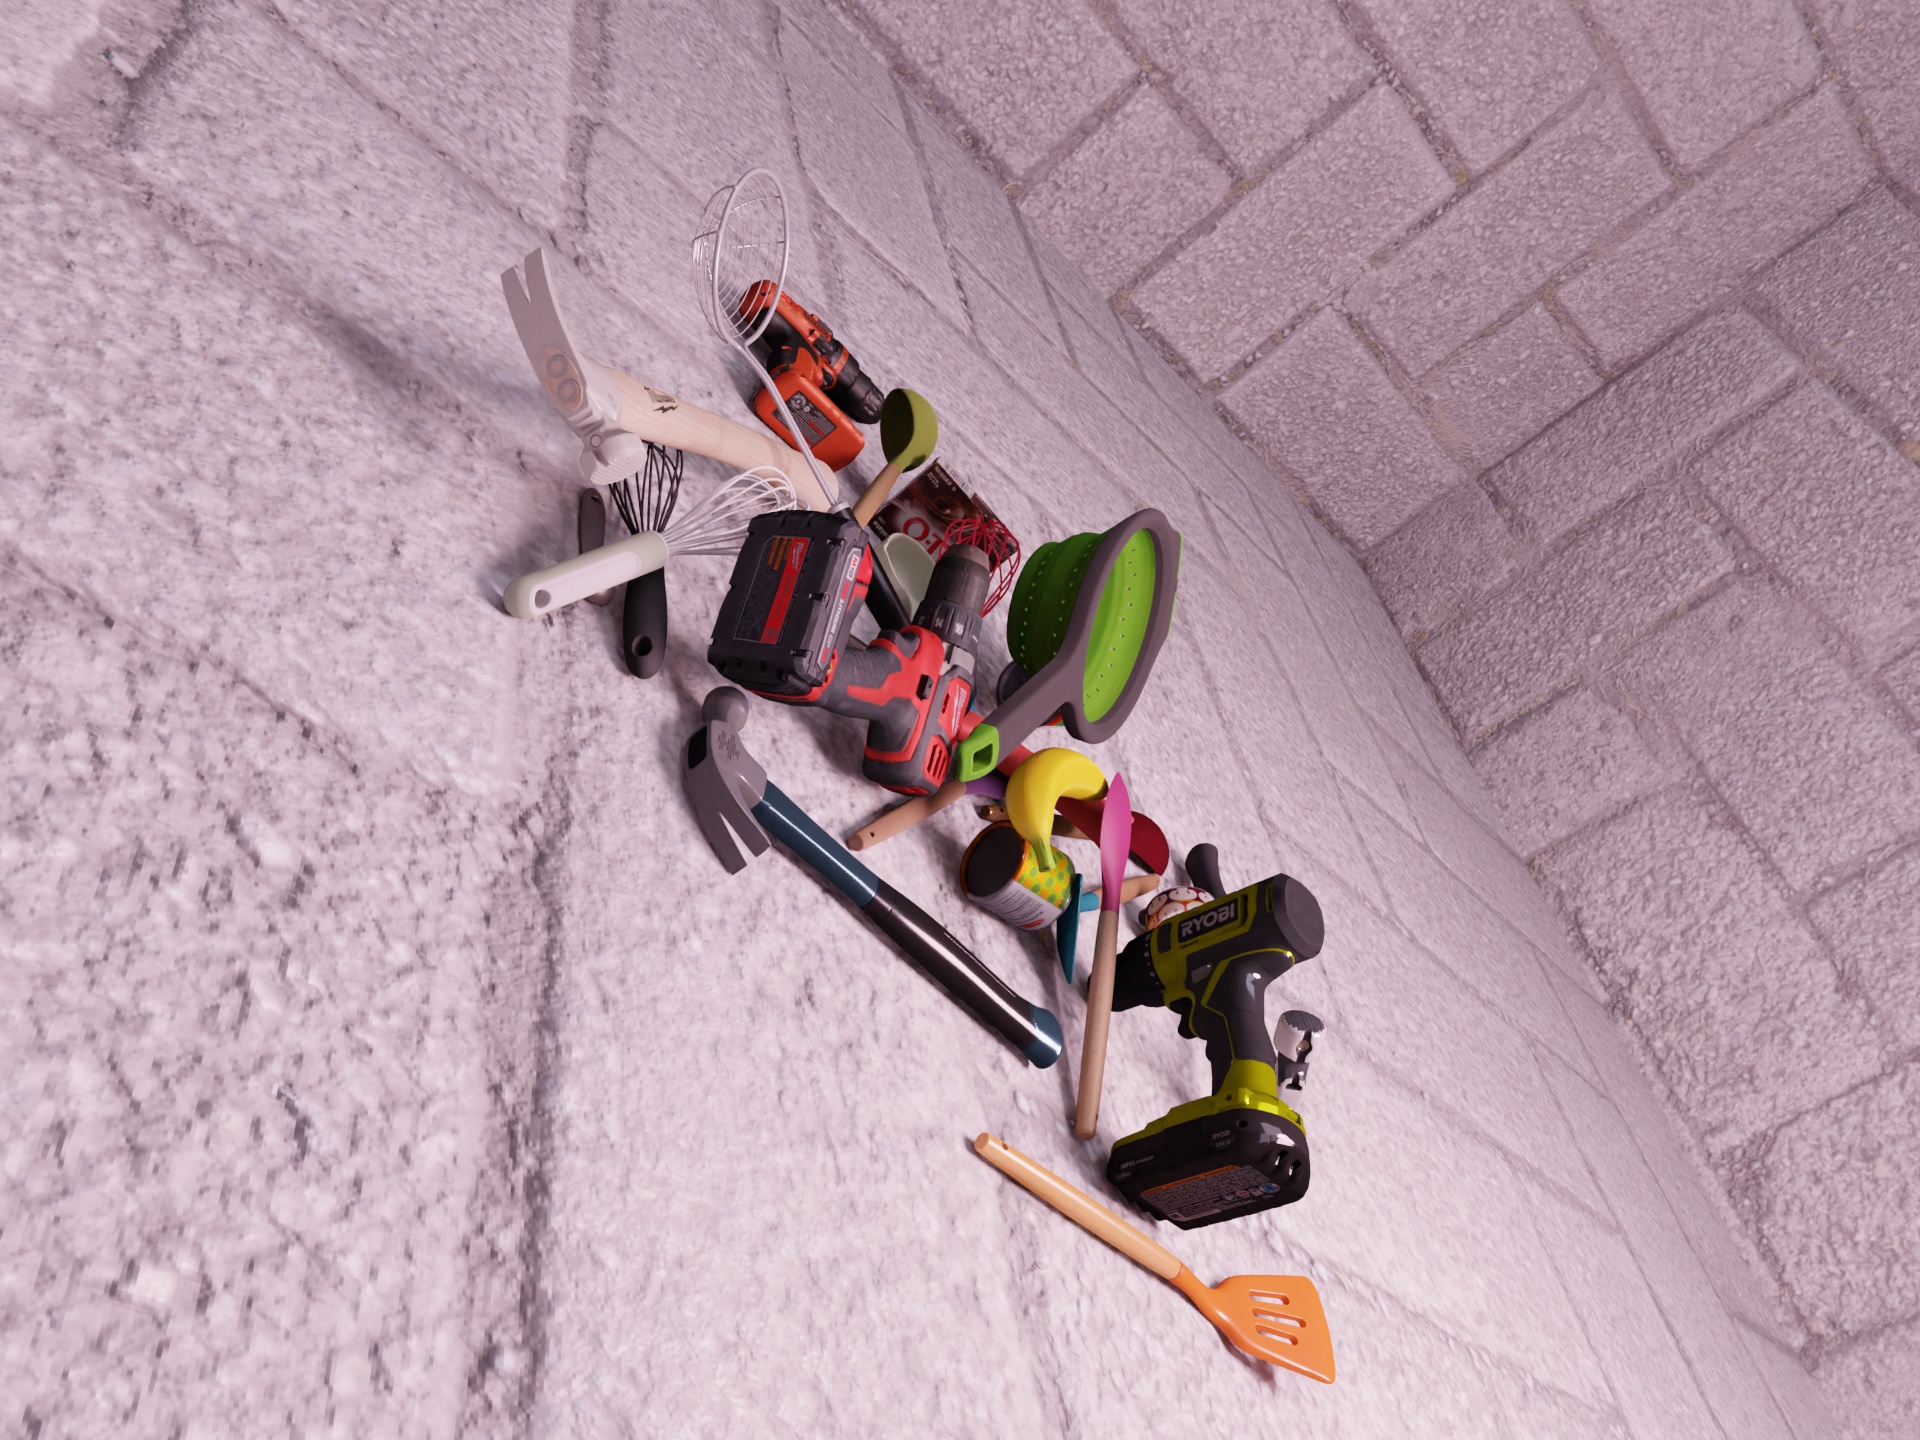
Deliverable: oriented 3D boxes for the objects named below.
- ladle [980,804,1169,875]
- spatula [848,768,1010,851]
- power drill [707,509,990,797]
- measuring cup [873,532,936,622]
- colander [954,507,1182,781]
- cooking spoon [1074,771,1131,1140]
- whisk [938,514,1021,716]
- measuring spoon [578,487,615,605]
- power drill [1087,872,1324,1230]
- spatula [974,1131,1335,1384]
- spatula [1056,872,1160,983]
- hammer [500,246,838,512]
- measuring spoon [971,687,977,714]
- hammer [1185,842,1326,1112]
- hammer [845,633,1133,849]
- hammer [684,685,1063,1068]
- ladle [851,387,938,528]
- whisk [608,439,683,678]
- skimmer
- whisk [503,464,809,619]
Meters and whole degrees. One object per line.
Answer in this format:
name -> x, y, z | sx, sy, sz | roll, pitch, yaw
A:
ladle -> 0.108, 0.095, 1.388 | 0.315, 0.031, 0.069 | 15, 44, -54
spatula -> -0.013, 0.054, 1.210 | 0.060, 0.018, 0.316 | 55, 24, 4
power drill -> -0.056, -0.065, 1.080 | 0.226, 0.080, 0.188 | 35, 68, -55
measuring cup -> -0.049, -0.084, 1.346 | 0.083, 0.038, 0.168 | 34, 40, -38
colander -> 0.063, -0.057, 1.287 | 0.094, 0.204, 0.397 | 17, 31, 23
cooking spoon -> 0.108, 0.166, 1.179 | 0.068, 0.017, 0.319 | 70, 23, -43
whisk -> 0.006, -0.087, 1.295 | 0.073, 0.073, 0.296 | 43, 29, -21
measuring spoon -> -0.237, -0.120, 1.039 | 0.034, 0.018, 0.124 | 36, 26, -35
power drill -> 0.165, 0.231, 1.121 | 0.080, 0.190, 0.229 | 40, 39, -29
spatula -> 0.129, 0.341, 1.032 | 0.322, 0.041, 0.081 | 40, 27, -27
spatula -> 0.126, 0.150, 1.311 | 0.317, 0.044, 0.082 | -1, 97, -67
hammer -> -0.180, -0.210, 1.124 | 0.146, 0.038, 0.410 | 64, 14, 8
measuring spoon -> 0.003, 0.005, 1.337 | 0.042, 0.021, 0.129 | 23, 45, -50
hammer -> 0.238, 0.217, 1.374 | 0.036, 0.149, 0.409 | 8, 22, -5
hammer -> -0.002, -0.004, 1.257 | 0.358, 0.036, 0.149 | 34, 25, -26
hammer -> -0.050, 0.118, 1.028 | 0.330, 0.033, 0.128 | 43, 23, -22
ladle -> -0.077, -0.210, 1.378 | 0.062, 0.078, 0.320 | 15, 31, 5
whisk -> -0.211, -0.117, 1.055 | 0.055, 0.055, 0.239 | 34, 33, -38
skimmer -> -0.096, -0.224, 1.180 | 0.363, 0.090, 0.127 | 62, 20, -3
whisk -> -0.186, -0.110, 1.002 | 0.059, 0.057, 0.246 | 19, 32, 32
